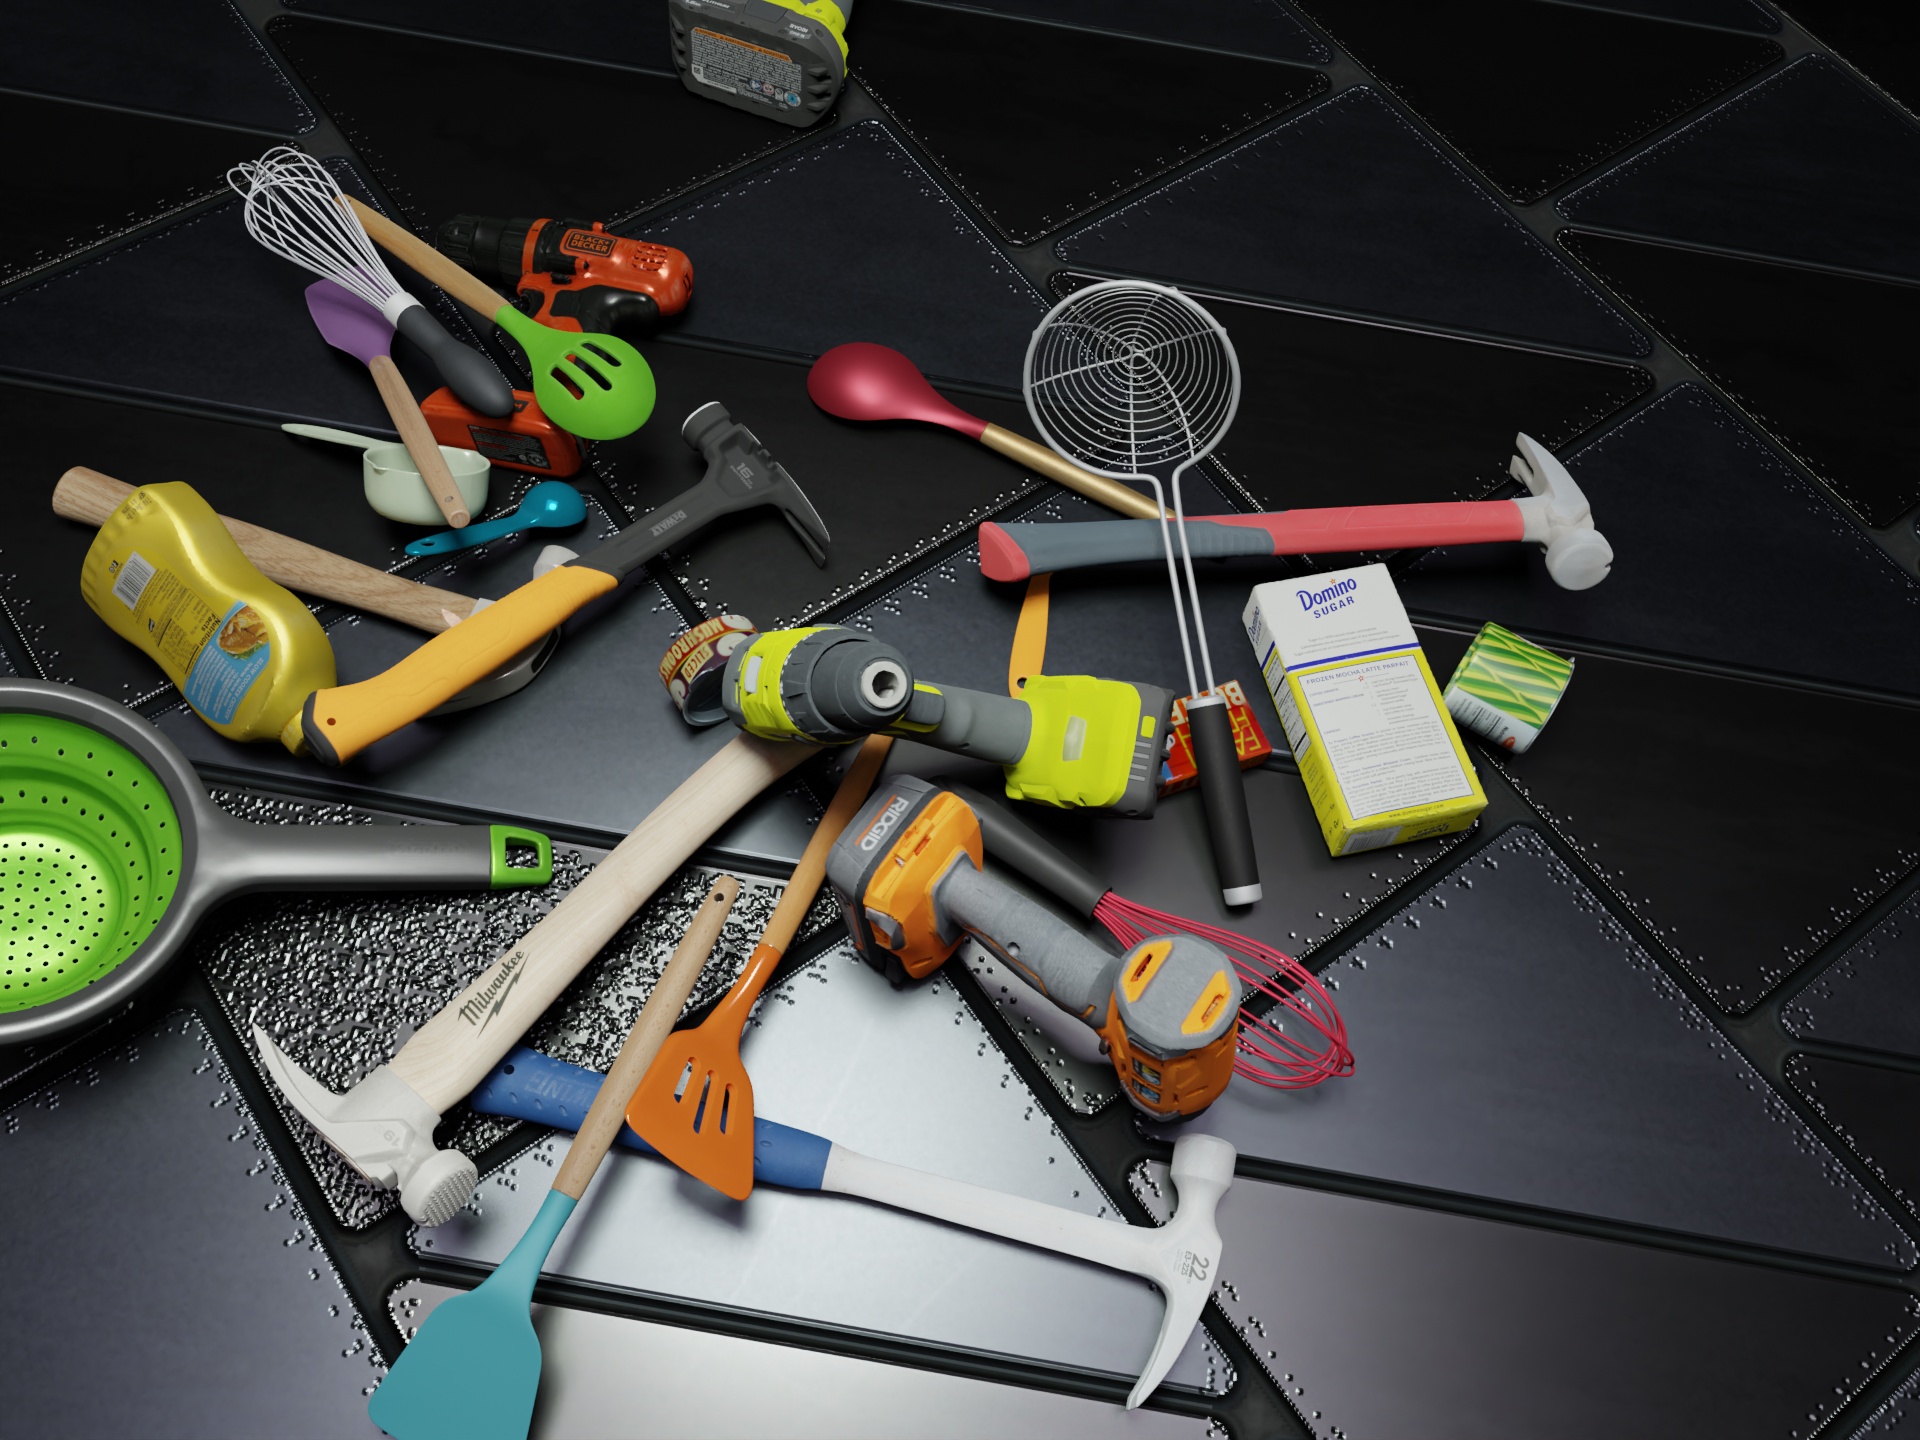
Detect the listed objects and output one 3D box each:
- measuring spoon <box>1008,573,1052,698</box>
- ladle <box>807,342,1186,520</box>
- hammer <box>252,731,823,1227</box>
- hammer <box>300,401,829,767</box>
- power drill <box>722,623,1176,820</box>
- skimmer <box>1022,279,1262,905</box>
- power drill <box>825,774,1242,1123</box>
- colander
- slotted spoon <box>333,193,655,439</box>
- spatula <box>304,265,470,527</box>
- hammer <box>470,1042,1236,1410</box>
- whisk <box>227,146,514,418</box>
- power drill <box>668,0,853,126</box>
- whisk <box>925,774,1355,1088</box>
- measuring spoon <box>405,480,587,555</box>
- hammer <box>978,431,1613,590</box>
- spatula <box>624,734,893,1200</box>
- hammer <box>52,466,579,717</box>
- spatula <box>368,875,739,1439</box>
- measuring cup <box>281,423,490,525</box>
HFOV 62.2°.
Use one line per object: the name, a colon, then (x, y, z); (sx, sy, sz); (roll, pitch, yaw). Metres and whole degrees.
measuring spoon: (0.047, -0.062, 1.022); (0.021, 0.011, 0.117); (10, 63, 1)
ladle: (0.039, -0.182, 1.074); (0.315, 0.031, 0.069); (27, 64, 7)
hammer: (-0.193, 0.083, 0.898); (0.146, 0.038, 0.411); (31, 58, 22)
hammer: (-0.237, -0.070, 0.961); (0.337, 0.034, 0.127); (-37, 80, -27)
power drill: (-0.001, -0.003, 0.868); (0.228, 0.190, 0.080); (12, 86, -24)
skimmer: (0.124, -0.070, 0.927); (0.127, 0.090, 0.363); (-12, 85, 21)
power drill: (0.045, 0.135, 0.858); (0.227, 0.164, 0.084); (28, 64, 23)
colander: (-0.434, 0.090, 0.880); (0.397, 0.094, 0.205); (2, 61, -23)
slotted spoon: (-0.314, -0.274, 1.034); (0.314, 0.031, 0.070); (36, 73, 24)
spatula: (-0.362, -0.216, 1.018); (0.060, 0.018, 0.316); (-27, 51, -11)
hammer: (-0.062, 0.246, 0.847); (0.405, 0.035, 0.144); (14, 63, 3)
whisk: (-0.378, -0.282, 1.031); (0.070, 0.070, 0.285); (-40, 70, -21)
power drill: (-0.131, -0.573, 1.231); (0.171, 0.080, 0.223); (19, 60, 5)
whisk: (0.096, 0.116, 0.912); (0.296, 0.073, 0.073); (34, 66, 18)
measuring spoon: (-0.290, -0.128, 0.994); (0.042, 0.021, 0.128); (29, 37, 30)
hammer: (0.204, -0.129, 1.024); (0.386, 0.038, 0.143); (-3, 40, -1)
spatula: (-0.091, 0.108, 0.885); (0.081, 0.041, 0.323); (41, 51, -20)
hammer: (-0.411, -0.093, 0.993); (0.331, 0.031, 0.130); (18, 63, 5)
spatula: (-0.191, 0.221, 0.820); (0.082, 0.044, 0.318); (23, 66, 7)
measuring cup: (-0.377, -0.160, 1.025); (0.168, 0.038, 0.083); (17, 23, 25)
